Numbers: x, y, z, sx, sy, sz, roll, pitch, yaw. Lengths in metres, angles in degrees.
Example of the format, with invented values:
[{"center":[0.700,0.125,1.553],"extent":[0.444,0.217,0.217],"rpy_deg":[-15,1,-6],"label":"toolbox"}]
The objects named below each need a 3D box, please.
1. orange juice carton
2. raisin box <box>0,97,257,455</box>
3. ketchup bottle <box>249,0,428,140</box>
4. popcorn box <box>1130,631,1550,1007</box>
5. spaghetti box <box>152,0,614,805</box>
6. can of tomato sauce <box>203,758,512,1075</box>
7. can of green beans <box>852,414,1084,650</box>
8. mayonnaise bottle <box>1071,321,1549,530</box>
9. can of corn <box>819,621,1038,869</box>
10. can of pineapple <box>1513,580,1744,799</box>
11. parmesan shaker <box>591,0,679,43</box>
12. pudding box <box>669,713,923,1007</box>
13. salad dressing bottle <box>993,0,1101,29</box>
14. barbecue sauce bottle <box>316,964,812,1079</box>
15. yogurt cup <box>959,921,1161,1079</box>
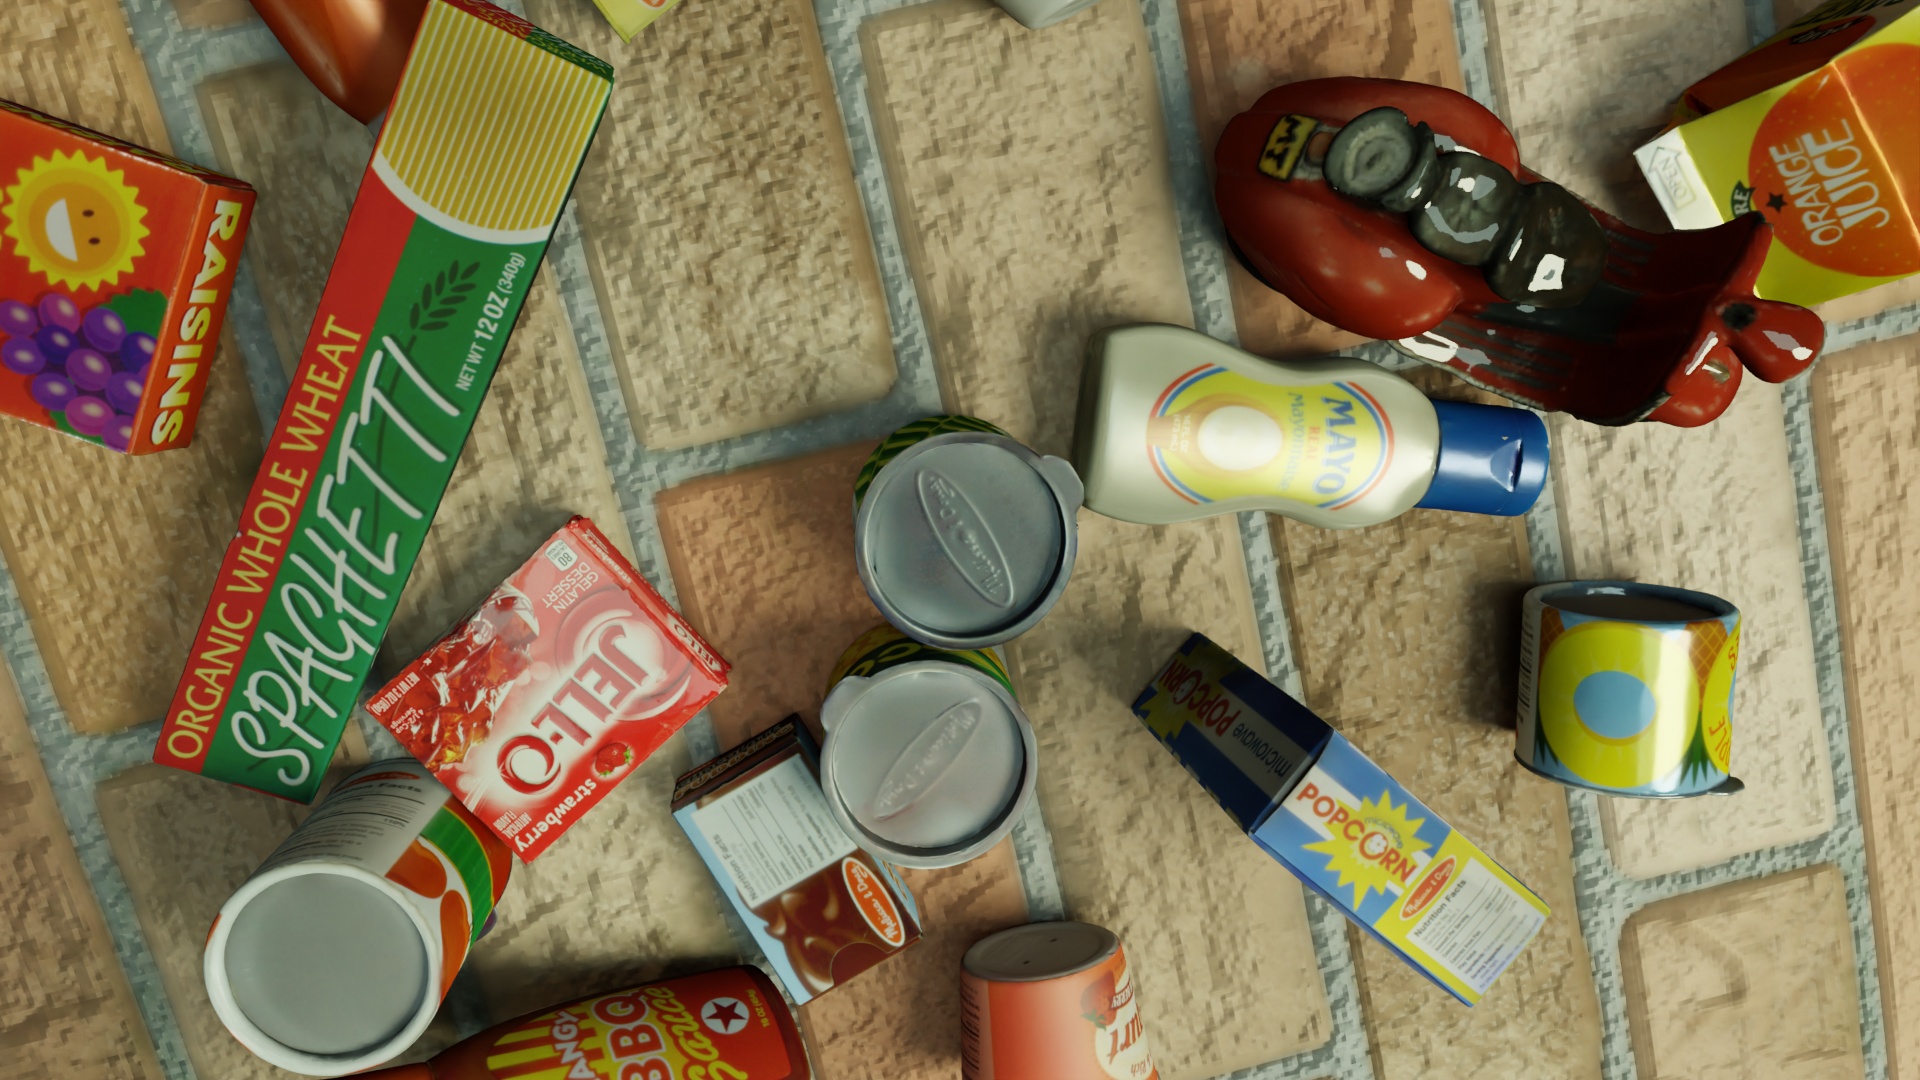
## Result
[{"center":[0.308,-0.143,0.434],"extent":[0.193,0.073,0.071],"rpy_deg":[-32,102,1],"label":"orange juice carton"},{"center":[-0.283,-0.084,0.403],"extent":[0.123,0.040,0.086],"rpy_deg":[19,97,-7],"label":"raisin box"},{"center":[-0.176,-0.159,0.391],"extent":[0.044,0.064,0.148],"rpy_deg":[-45,113,-32],"label":"ketchup bottle"},{"center":[0.109,0.079,0.427],"extent":[0.085,0.127,0.038],"rpy_deg":[38,92,-11],"label":"popcorn box"},{"center":[-0.171,-0.031,0.404],"extent":[0.050,0.029,0.249],"rpy_deg":[22,108,-20],"label":"spaghetti box"},{"center":[-0.180,0.114,0.426],"extent":[0.071,0.083,0.071],"rpy_deg":[-1,100,-5],"label":"can of tomato sauce"},{"center":[-0.001,-0.005,0.435],"extent":[0.071,0.058,0.071],"rpy_deg":[-1,100,-5],"label":"can of green beans"},{"center":[0.113,-0.033,0.450],"extent":[0.148,0.041,0.064],"rpy_deg":[5,98,-6],"label":"mayonnaise bottle"},{"center":[-0.014,0.061,0.446],"extent":[0.071,0.058,0.071],"rpy_deg":[-1,101,-5],"label":"can of corn"},{"center":[0.223,0.048,0.462],"extent":[0.071,0.071,0.057],"rpy_deg":[-2,100,-5],"label":"can of pineapple"},{"center":[-0.075,-0.198,0.392],"extent":[0.103,0.071,0.071],"rpy_deg":[-38,102,1],"label":"parmesan shaker"},{"center":[-0.055,0.107,0.464],"extent":[0.050,0.030,0.083],"rpy_deg":[-30,102,-1],"label":"pudding box"},{"center":[0.007,-0.227,0.404],"extent":[0.064,0.044,0.147],"rpy_deg":[-30,101,-14],"label":"salad dressing bottle"},{"center":[-0.124,0.171,0.426],"extent":[0.149,0.065,0.043],"rpy_deg":[-1,117,-30],"label":"barbecue sauce bottle"},{"center":[0.030,0.163,0.467],"extent":[0.072,0.072,0.054],"rpy_deg":[-8,93,-4],"label":"yogurt cup"}]
